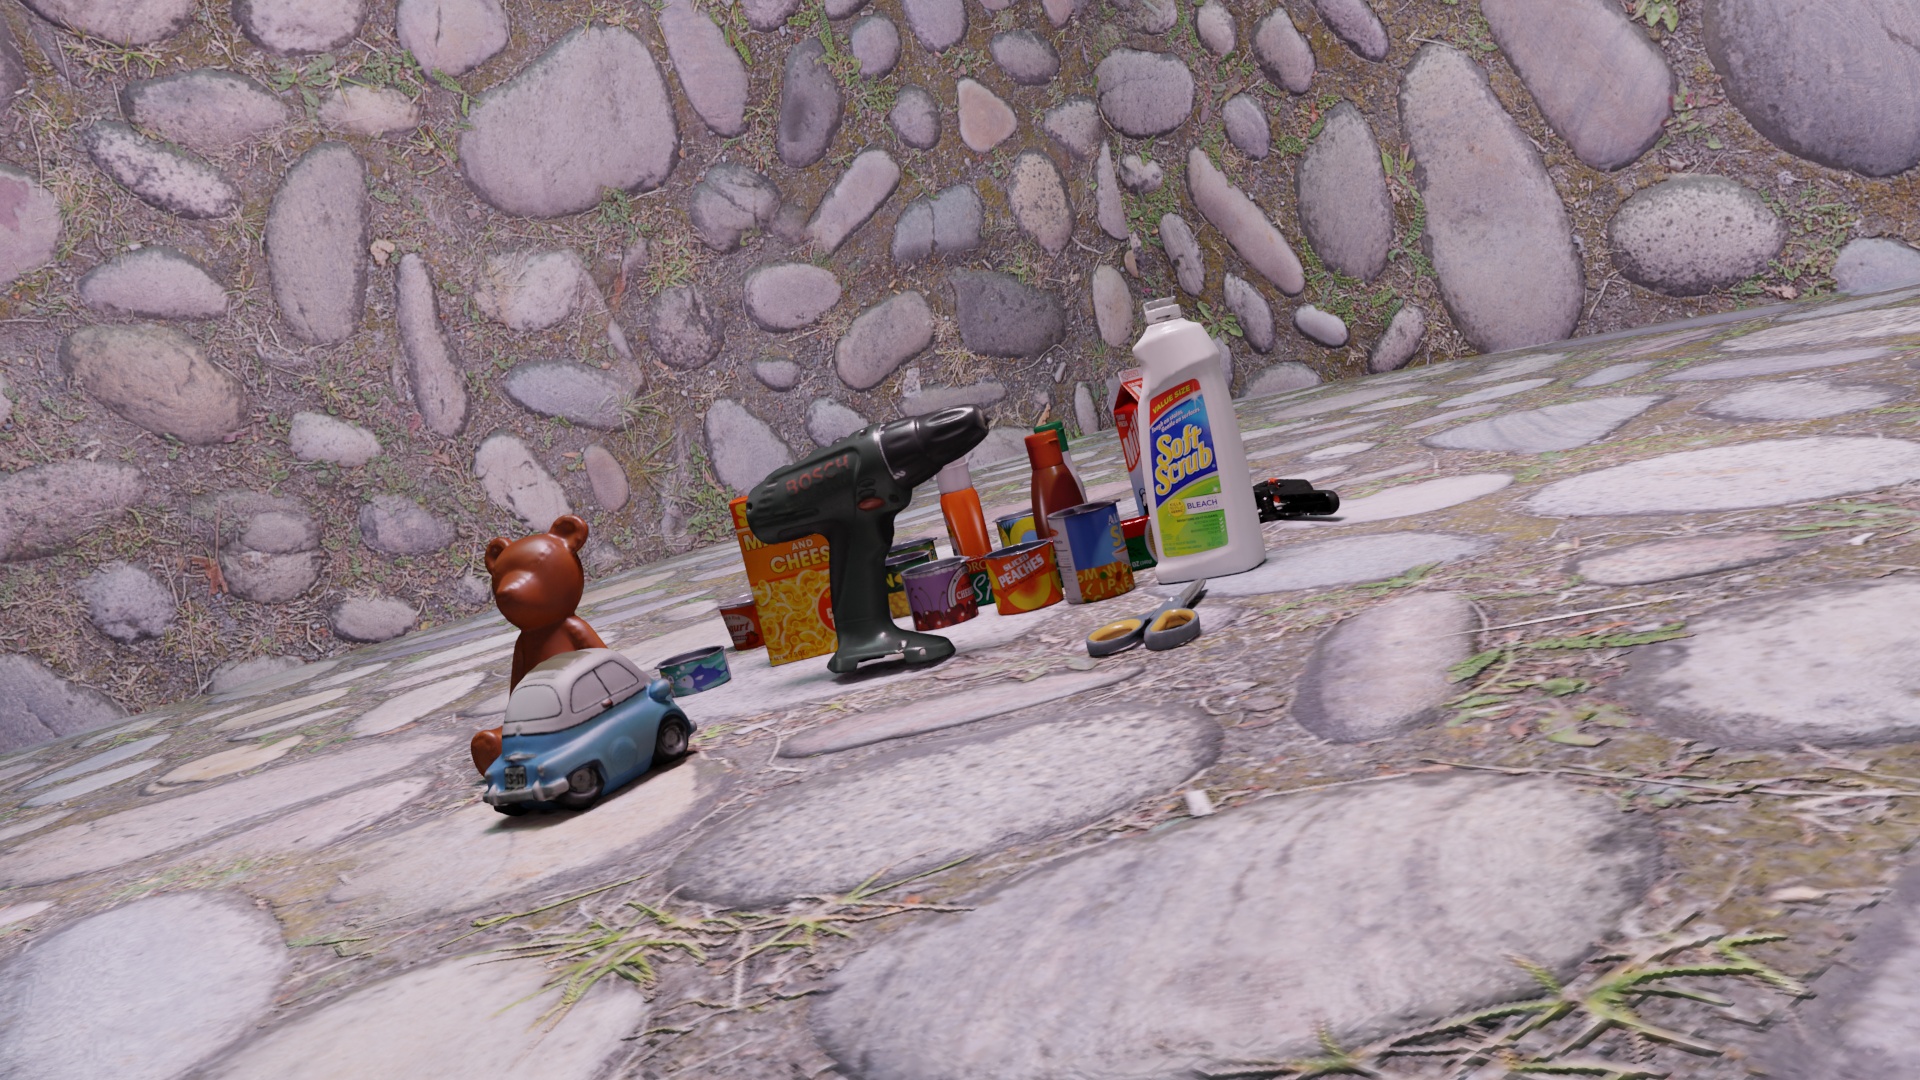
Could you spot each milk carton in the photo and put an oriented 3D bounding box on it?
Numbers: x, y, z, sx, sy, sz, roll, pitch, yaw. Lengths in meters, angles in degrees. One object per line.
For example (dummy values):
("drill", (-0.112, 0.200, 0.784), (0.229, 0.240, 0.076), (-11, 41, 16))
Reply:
("milk carton", (0.234, -0.109, 1.600), (0.072, 0.190, 0.073), (-16, 6, -21))

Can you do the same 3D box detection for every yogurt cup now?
("yogurt cup", (-0.226, 0.087, 1.521), (0.072, 0.054, 0.072), (-14, 6, 2))

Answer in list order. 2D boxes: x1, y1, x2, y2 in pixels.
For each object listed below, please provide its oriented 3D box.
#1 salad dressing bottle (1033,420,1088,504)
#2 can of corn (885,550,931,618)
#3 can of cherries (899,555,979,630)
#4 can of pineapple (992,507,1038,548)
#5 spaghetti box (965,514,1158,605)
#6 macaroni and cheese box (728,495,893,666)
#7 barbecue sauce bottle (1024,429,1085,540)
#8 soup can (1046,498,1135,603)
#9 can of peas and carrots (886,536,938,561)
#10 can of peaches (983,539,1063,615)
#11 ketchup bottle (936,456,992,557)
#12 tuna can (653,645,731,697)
("salad dressing bottle", (0.126, -0.074, 1.726), (0.044, 0.147, 0.064), (-10, 7, 34))
("can of corn", (-0.061, 0.048, 1.479), (0.071, 0.058, 0.071), (-14, 6, 2))
("can of cherries", (-0.018, 0.051, 1.353), (0.071, 0.058, 0.071), (-14, 6, 2))
("can of pineapple", (0.077, -0.005, 1.638), (0.071, 0.057, 0.071), (-14, 6, 2))
("spaghetti box", (0.118, 0.017, 1.392), (0.250, 0.050, 0.029), (-13, 6, 8))
("macaroni and cheese box", (-0.143, 0.027, 1.353), (0.124, 0.166, 0.040), (-14, 6, 5))
("barbecue sauce bottle", (0.105, -0.046, 1.522), (0.065, 0.148, 0.043), (-18, 7, -36))
("soup can", (0.124, 0.010, 1.288), (0.071, 0.083, 0.071), (-14, 6, 2))
("can of peas and carrots", (-0.054, 0.032, 1.601), (0.071, 0.058, 0.071), (-14, 6, 2))
("can of peaches", (0.060, 0.035, 1.322), (0.071, 0.058, 0.071), (-14, 6, 2))
("ketchup bottle", (0.005, -0.019, 1.507), (0.043, 0.148, 0.065), (-15, 6, -5))
("tuna can", (-0.258, 0.127, 1.338), (0.071, 0.032, 0.071), (-14, 6, 2))
